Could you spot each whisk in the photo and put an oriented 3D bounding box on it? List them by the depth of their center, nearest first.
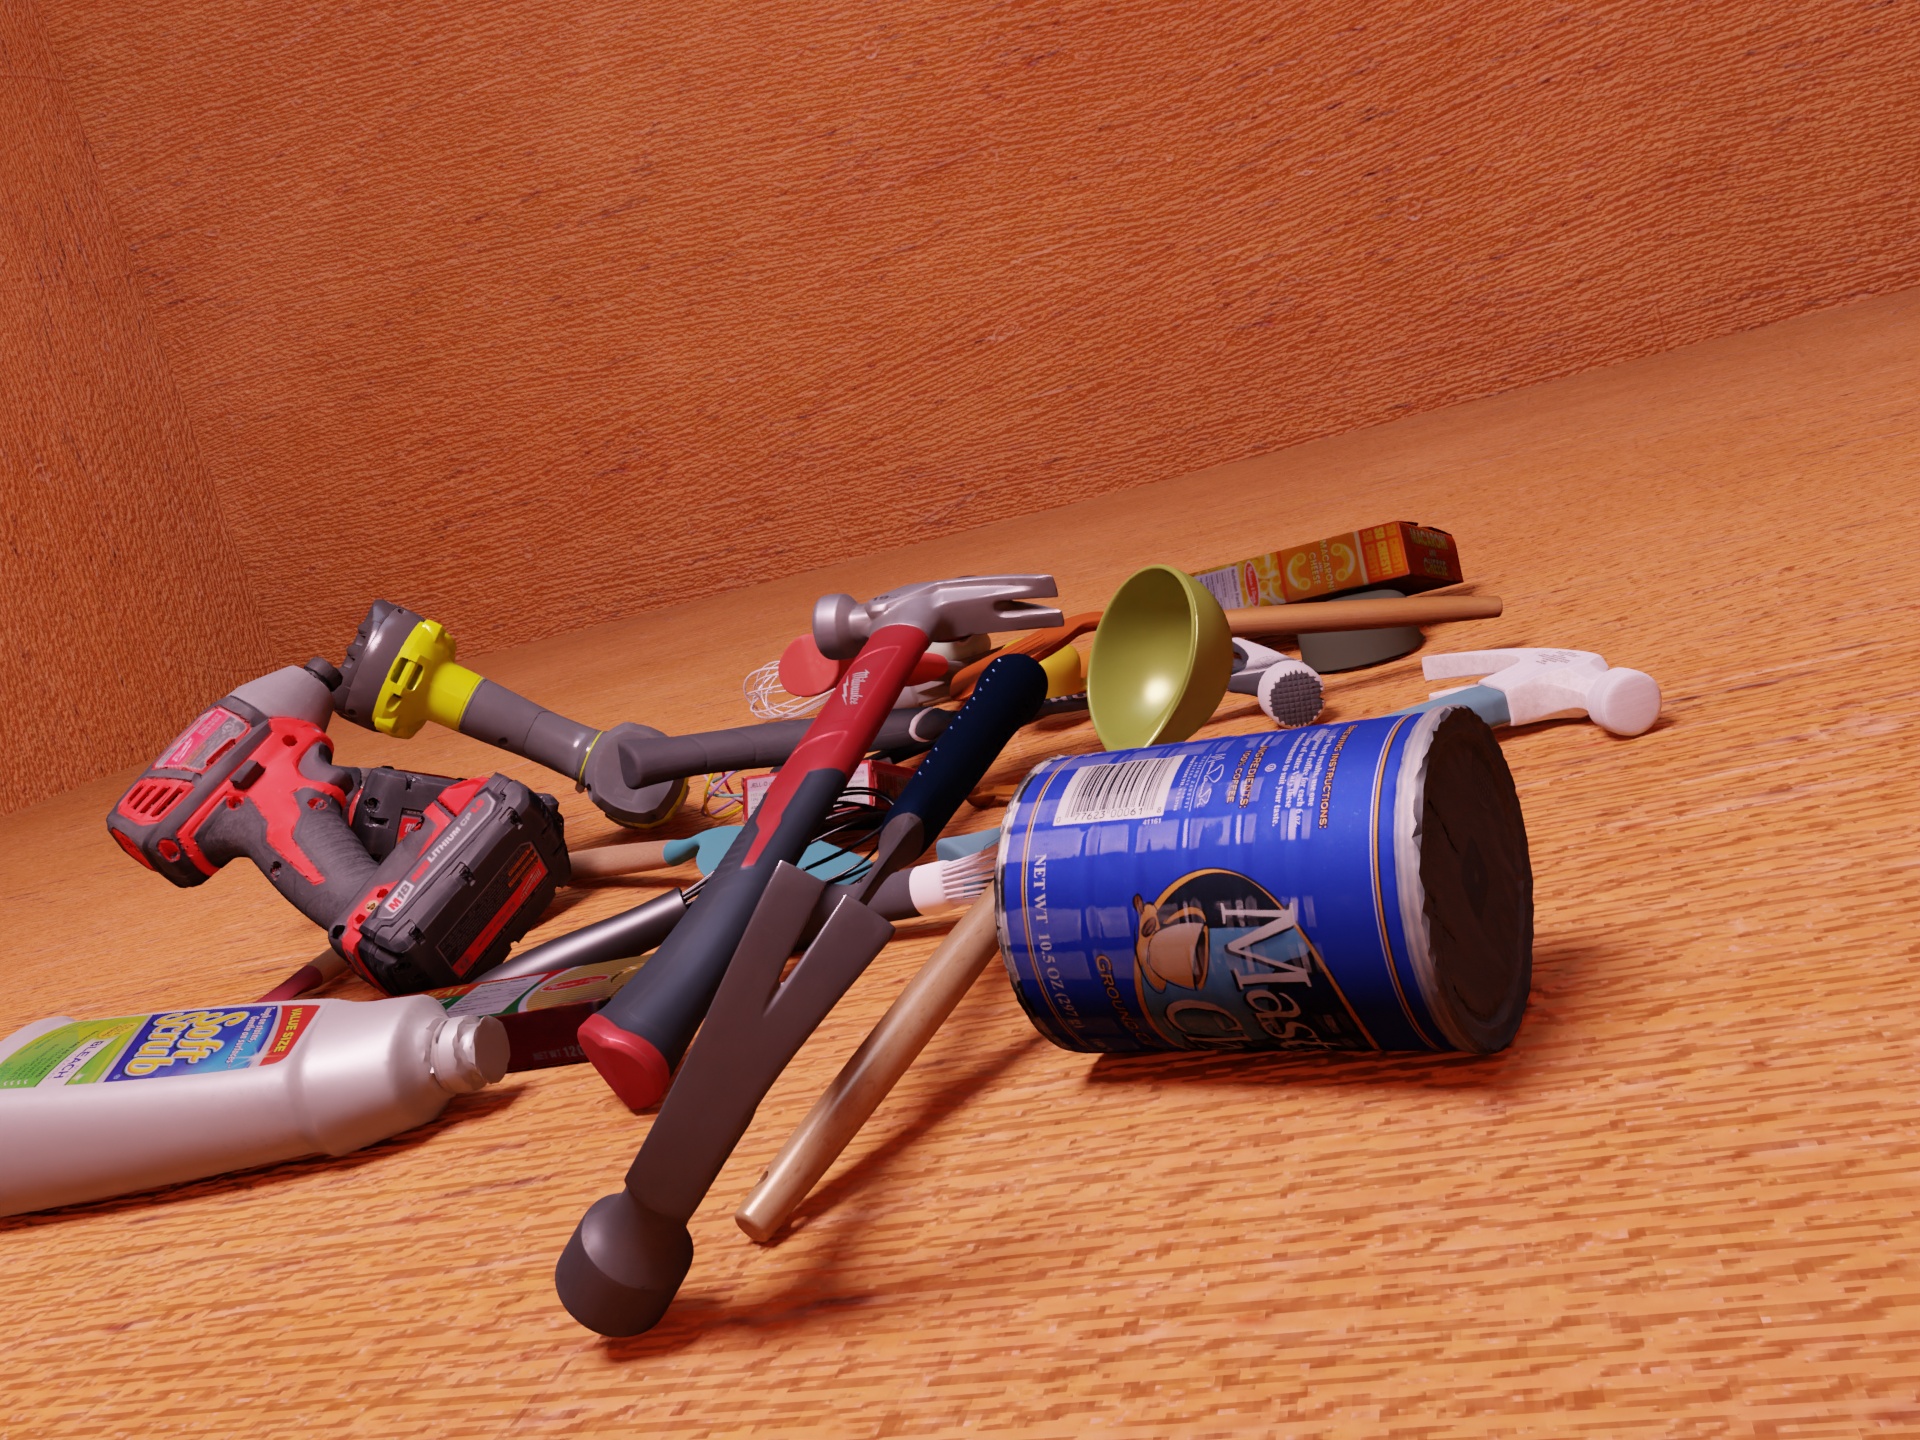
[{"bbox_3d":[0.018,0.068,0.696,0.284,0.070,0.070,-16,10,28],"label":"whisk"},{"bbox_3d":[-0.134,0.096,0.782,0.239,0.055,0.055,-24,12,-7],"label":"whisk"},{"bbox_3d":[-0.114,0.019,1.144,0.051,0.047,0.245,-12,8,27],"label":"whisk"},{"bbox_3d":[-0.082,-0.041,1.339,0.246,0.059,0.058,-12,38,29],"label":"whisk"}]

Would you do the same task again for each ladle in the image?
[{"bbox_3d":[0.013,0.050,0.574,0.320,0.062,0.078,-48,5,-37],"label":"ladle"},{"bbox_3d":[-0.370,0.141,0.940,0.069,0.031,0.315,-9,10,12],"label":"ladle"}]

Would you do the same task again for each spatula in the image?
[{"bbox_3d":[0.153,-0.047,0.926,0.322,0.041,0.081,-4,13,1],"label":"spatula"},{"bbox_3d":[-0.179,0.090,0.935,0.082,0.044,0.317,-27,11,-40],"label":"spatula"}]

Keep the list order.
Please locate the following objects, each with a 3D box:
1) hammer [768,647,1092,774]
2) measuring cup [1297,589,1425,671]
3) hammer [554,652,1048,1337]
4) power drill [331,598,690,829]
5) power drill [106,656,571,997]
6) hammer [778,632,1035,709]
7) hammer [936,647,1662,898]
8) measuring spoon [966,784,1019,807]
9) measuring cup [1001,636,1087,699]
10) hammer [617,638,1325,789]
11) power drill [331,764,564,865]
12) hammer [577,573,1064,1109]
[{"bbox_3d":[0.033,-0.010,1.097,0.337,0.034,0.127,-24,13,-38],"label":"hammer"},{"bbox_3d":[0.253,-0.068,1.061,0.083,0.038,0.168,-15,11,3],"label":"measuring cup"},{"bbox_3d":[-0.021,0.045,0.590,0.144,0.035,0.405,-60,-3,24],"label":"hammer"},{"bbox_3d":[-0.290,0.009,1.069,0.228,0.080,0.190,24,-9,-7],"label":"power drill"},{"bbox_3d":[-0.322,0.051,0.833,0.220,0.078,0.143,23,60,21],"label":"power drill"},{"bbox_3d":[-0.030,-0.038,1.101,0.149,0.037,0.359,-17,-4,15],"label":"hammer"},{"bbox_3d":[0.150,0.025,0.763,0.331,0.033,0.128,-17,12,-4],"label":"hammer"},{"bbox_3d":[0.051,0.042,0.884,0.117,0.011,0.021,-3,16,37],"label":"measuring spoon"},{"bbox_3d":[0.101,-0.037,1.054,0.156,0.029,0.062,-1,23,1],"label":"measuring cup"},{"bbox_3d":[-0.002,-0.003,0.949,0.409,0.036,0.149,-8,13,-1],"label":"hammer"},{"bbox_3d":[-0.356,0.064,0.994,0.187,0.080,0.227,12,-2,-28],"label":"power drill"},{"bbox_3d":[-0.060,0.033,0.748,0.143,0.038,0.386,-5,30,21],"label":"hammer"}]
